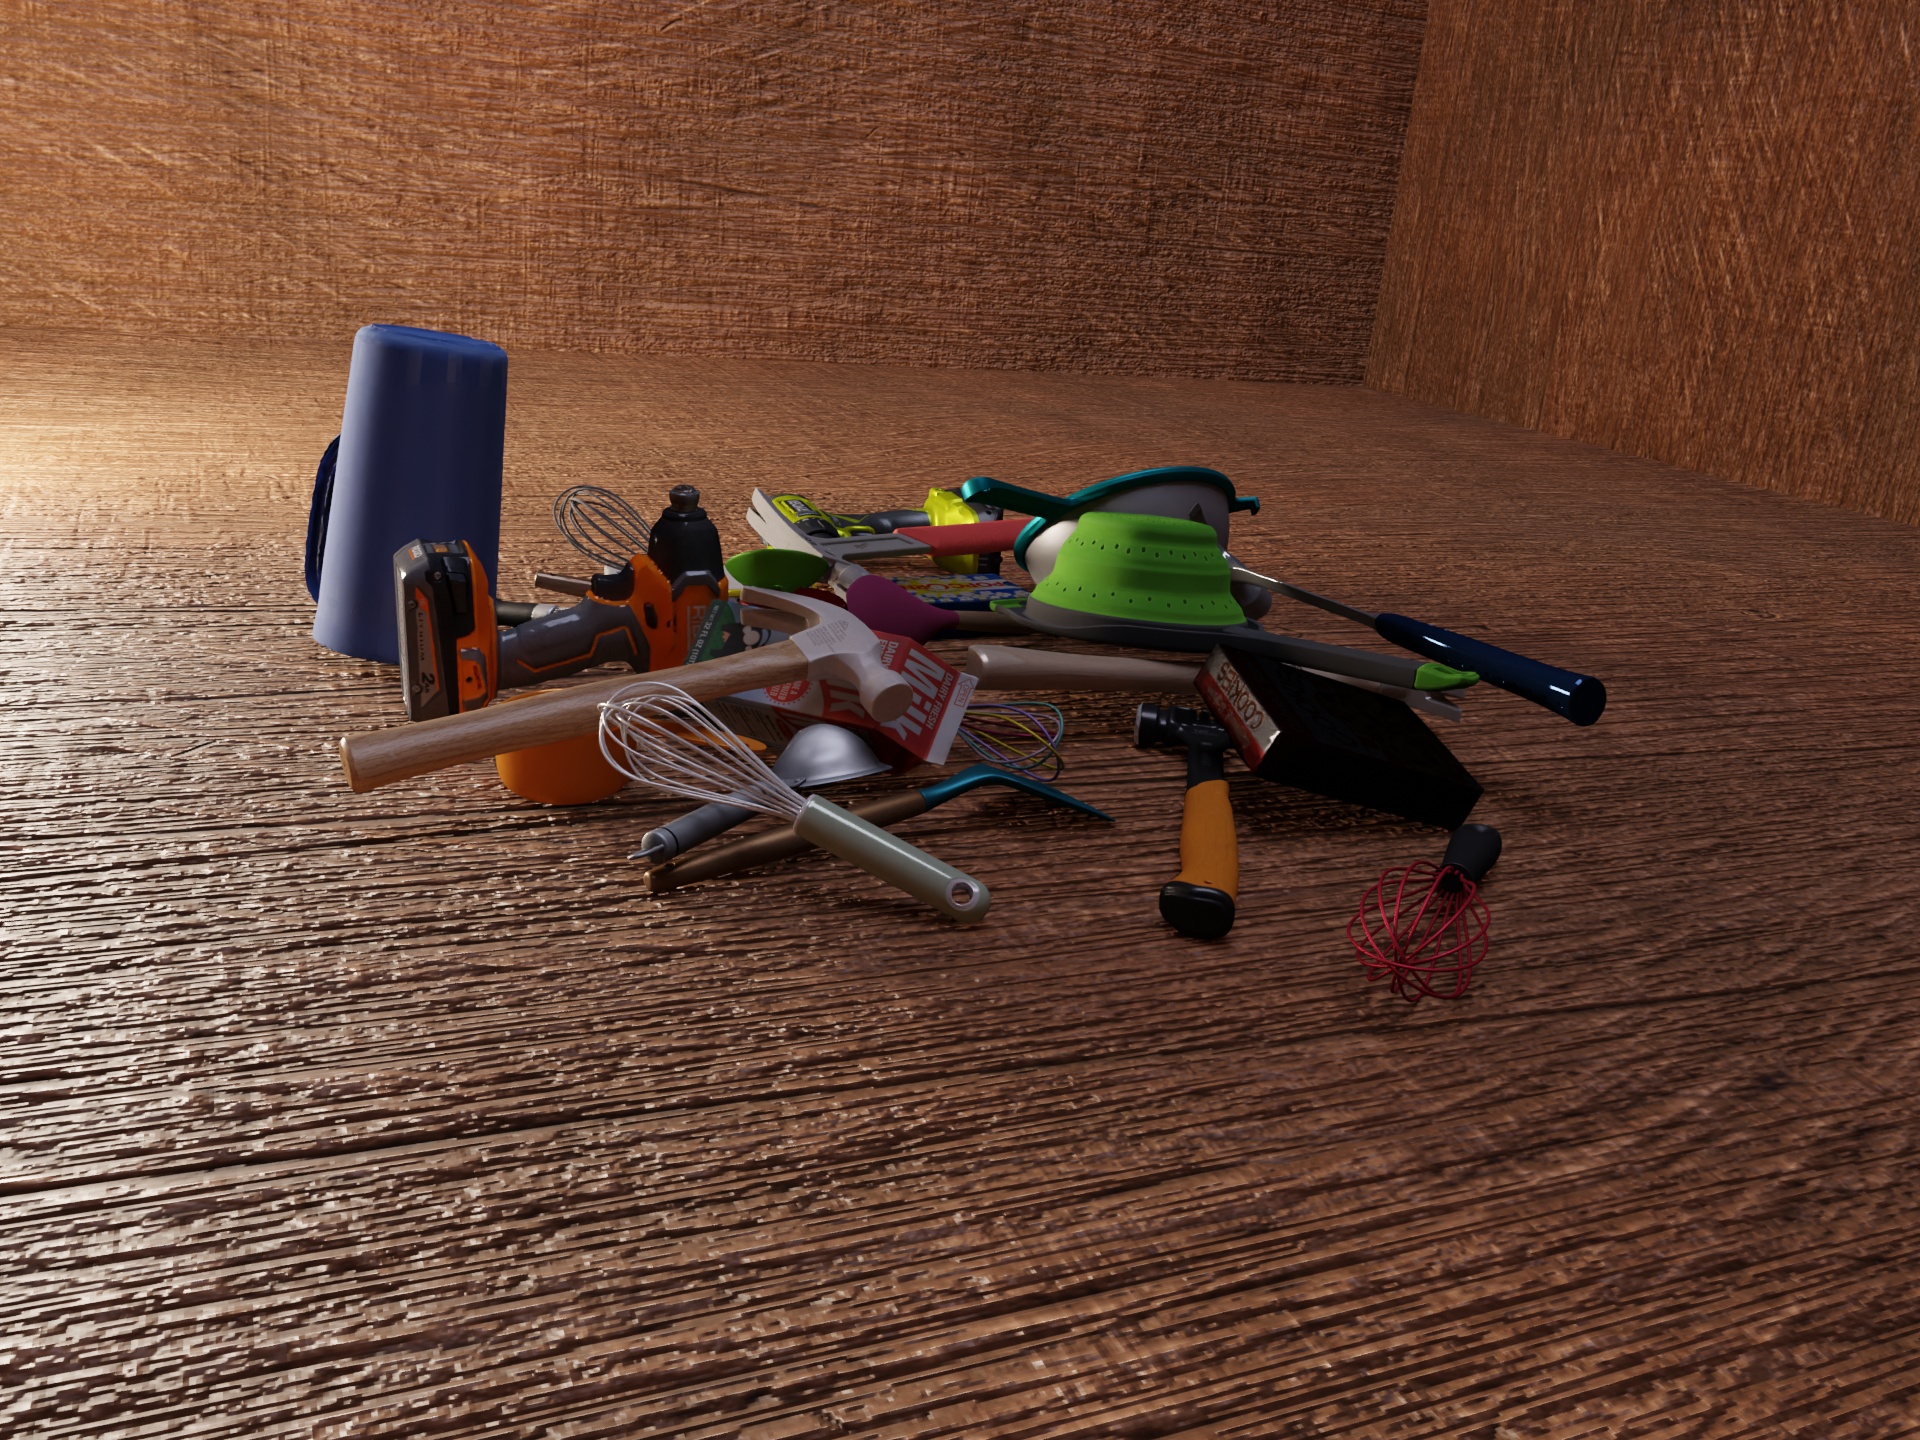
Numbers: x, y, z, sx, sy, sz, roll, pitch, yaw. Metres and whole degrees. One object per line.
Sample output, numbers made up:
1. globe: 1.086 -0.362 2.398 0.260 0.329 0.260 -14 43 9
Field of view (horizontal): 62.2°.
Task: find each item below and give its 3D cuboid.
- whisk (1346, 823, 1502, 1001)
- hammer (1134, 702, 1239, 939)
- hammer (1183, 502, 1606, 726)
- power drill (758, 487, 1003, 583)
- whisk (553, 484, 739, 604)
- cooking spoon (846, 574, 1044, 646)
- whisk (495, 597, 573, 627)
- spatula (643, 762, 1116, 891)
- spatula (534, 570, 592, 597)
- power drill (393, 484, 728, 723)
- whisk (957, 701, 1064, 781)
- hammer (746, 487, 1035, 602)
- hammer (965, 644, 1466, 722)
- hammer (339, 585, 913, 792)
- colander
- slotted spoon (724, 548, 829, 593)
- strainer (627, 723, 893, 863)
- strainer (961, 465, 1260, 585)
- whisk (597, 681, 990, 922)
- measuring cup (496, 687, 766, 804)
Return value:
1. whisk: 0.282 0.098 0.923 0.073 0.073 0.296 14 15 23
2. hammer: 0.168 0.058 1.034 0.127 0.034 0.337 7 19 7
3. hammer: 0.322 -0.080 1.248 0.143 0.035 0.406 40 -5 -37
4. power drill: -0.076 -0.181 1.589 0.228 0.080 0.191 -4 21 -19
5. whisk: -0.225 -0.110 1.272 0.239 0.055 0.055 35 23 3
6. cooking spoon: 0.009 -0.084 1.327 0.017 0.069 0.318 -18 -9 34
7. whisk: -0.300 -0.076 1.261 0.285 0.070 0.070 7 18 21
8. spatula: -0.045 0.066 0.967 0.317 0.044 0.082 -14 26 -34
9. spatula: -0.190 -0.084 1.306 0.316 0.018 0.060 11 27 -11
10. power drill: -0.273 -0.081 1.112 0.226 0.164 0.084 -5 22 -23
11. whisk: -0.003 -0.005 1.123 0.047 0.051 0.245 13 4 -35
12. hammer: -0.024 -0.171 1.470 0.149 0.036 0.359 41 32 28
13. hammer: 0.194 -0.032 1.220 0.410 0.038 0.146 1 12 -28
14. hammer: -0.202 -0.015 0.960 0.331 0.031 0.130 -15 44 -28
15. colander: 0.210 -0.100 1.232 0.397 0.094 0.204 14 14 36
16. slotted spoon: -0.135 -0.113 1.188 0.070 0.031 0.314 0 6 -6
17. strainer: -0.117 0.042 0.959 0.087 0.050 0.258 -7 10 28
18. strainer: 0.121 -0.146 1.407 0.211 0.095 0.340 -26 -19 34
19. whisk: -0.094 0.049 0.884 0.246 0.058 0.059 28 -16 3
20. measuring cup: -0.206 0.024 0.991 0.173 0.052 0.095 9 21 8
